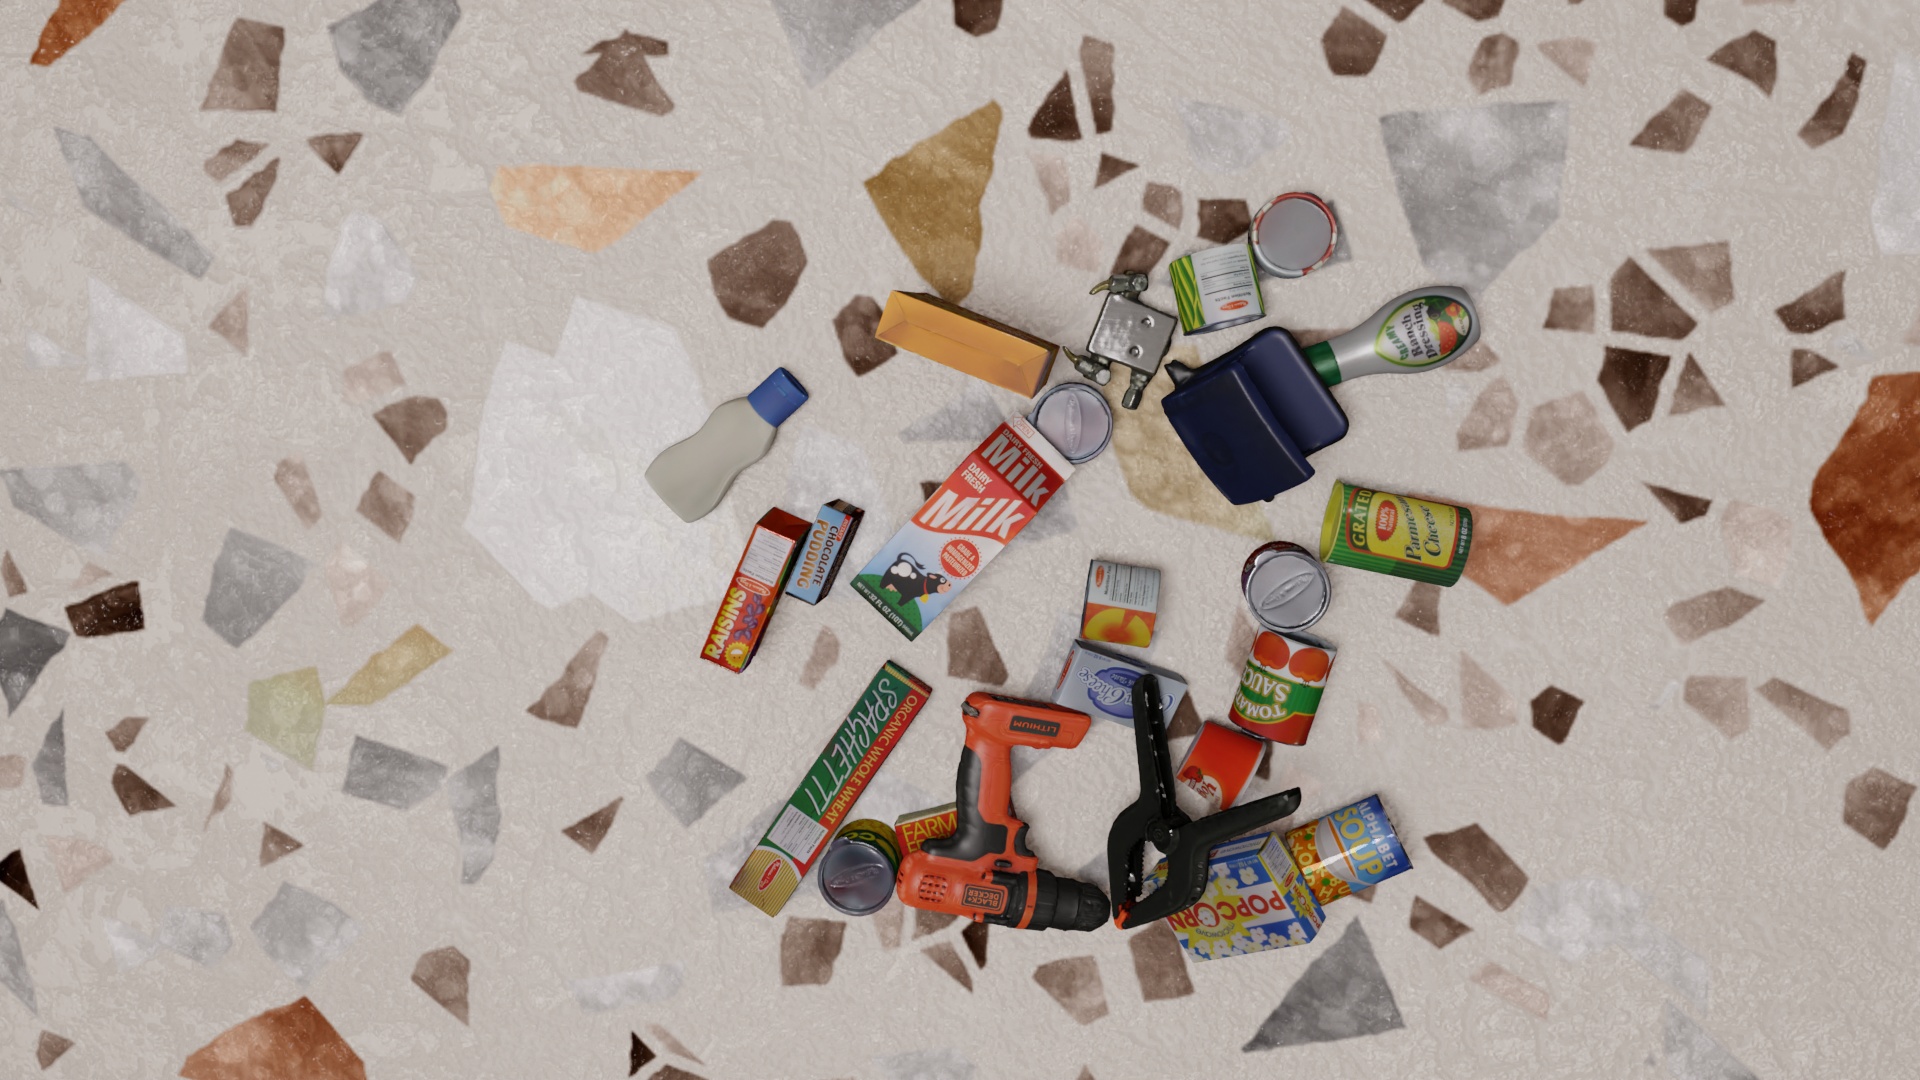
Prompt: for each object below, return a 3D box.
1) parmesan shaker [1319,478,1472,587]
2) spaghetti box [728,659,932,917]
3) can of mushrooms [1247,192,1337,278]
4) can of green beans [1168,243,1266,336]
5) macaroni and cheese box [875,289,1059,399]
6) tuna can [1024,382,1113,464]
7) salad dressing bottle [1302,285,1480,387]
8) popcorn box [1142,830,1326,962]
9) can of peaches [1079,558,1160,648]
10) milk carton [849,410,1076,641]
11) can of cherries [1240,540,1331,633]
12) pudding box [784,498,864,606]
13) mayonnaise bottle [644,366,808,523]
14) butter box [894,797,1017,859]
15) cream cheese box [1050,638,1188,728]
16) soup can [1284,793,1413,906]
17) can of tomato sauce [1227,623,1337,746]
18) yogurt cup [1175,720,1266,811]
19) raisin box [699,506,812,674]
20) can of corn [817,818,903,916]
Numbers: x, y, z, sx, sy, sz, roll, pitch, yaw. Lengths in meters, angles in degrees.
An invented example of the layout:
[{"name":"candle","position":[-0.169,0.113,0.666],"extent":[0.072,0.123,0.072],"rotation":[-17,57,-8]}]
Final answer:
[{"name":"parmesan shaker","position":[0.345,-0.007,1.104],"extent":[0.103,0.071,0.071],"rotation":[11,100,4]},{"name":"spaghetti box","position":[-0.112,0.214,1.201],"extent":[0.050,0.029,0.249],"rotation":[35,100,0]},{"name":"can of mushrooms","position":[0.262,-0.242,1.094],"extent":[0.071,0.033,0.071],"rotation":[1,98,7]},{"name":"can of green beans","position":[0.201,-0.196,1.088],"extent":[0.071,0.071,0.058],"rotation":[-12,91,8]},{"name":"macaroni and cheese box","position":[0.010,-0.152,1.065],"extent":[0.124,0.167,0.040],"rotation":[22,101,3]},{"name":"tuna can","position":[0.089,-0.096,1.133],"extent":[0.071,0.033,0.071],"rotation":[1,98,6]},{"name":"salad dressing bottle","position":[0.330,-0.153,1.094],"extent":[0.147,0.044,0.064],"rotation":[-20,97,9]},{"name":"popcorn box","position":[0.224,0.294,1.142],"extent":[0.126,0.038,0.085],"rotation":[-28,96,43]},{"name":"can of peaches","position":[0.130,0.053,1.135],"extent":[0.058,0.071,0.071],"rotation":[8,99,4]},{"name":"milk carton","position":[0.004,-0.014,1.129],"extent":[0.072,0.073,0.190],"rotation":[44,103,-1]},{"name":"can of cherries","position":[0.261,0.034,1.121],"extent":[0.071,0.058,0.071],"rotation":[1,99,7]},{"name":"pudding box","position":[-0.113,0.009,1.161],"extent":[0.030,0.050,0.083],"rotation":[26,99,3]},{"name":"mayonnaise bottle","position":[-0.192,-0.083,1.161],"extent":[0.148,0.041,0.065],"rotation":[-41,94,9]},{"name":"butter box","position":[-0.001,0.253,1.197],"extent":[0.103,0.024,0.053],"rotation":[-16,96,7]},{"name":"cream cheese box","position":[0.131,0.123,1.148],"extent":[0.104,0.024,0.053],"rotation":[19,101,-18]},{"name":"soup can","position":[0.318,0.254,1.141],"extent":[0.084,0.071,0.071],"rotation":[-26,95,9]},{"name":"can of tomato sauce","position":[0.260,0.116,1.127],"extent":[0.071,0.071,0.083],"rotation":[17,99,3]},{"name":"yogurt cup","position":[0.214,0.184,1.146],"extent":[0.054,0.072,0.072],"rotation":[28,100,9]},{"name":"raisin box","position":[-0.168,0.041,1.152],"extent":[0.040,0.086,0.123],"rotation":[24,100,-3]},{"name":"can of corn","position":[-0.086,0.277,1.192],"extent":[0.071,0.058,0.071],"rotation":[1,99,6]}]
